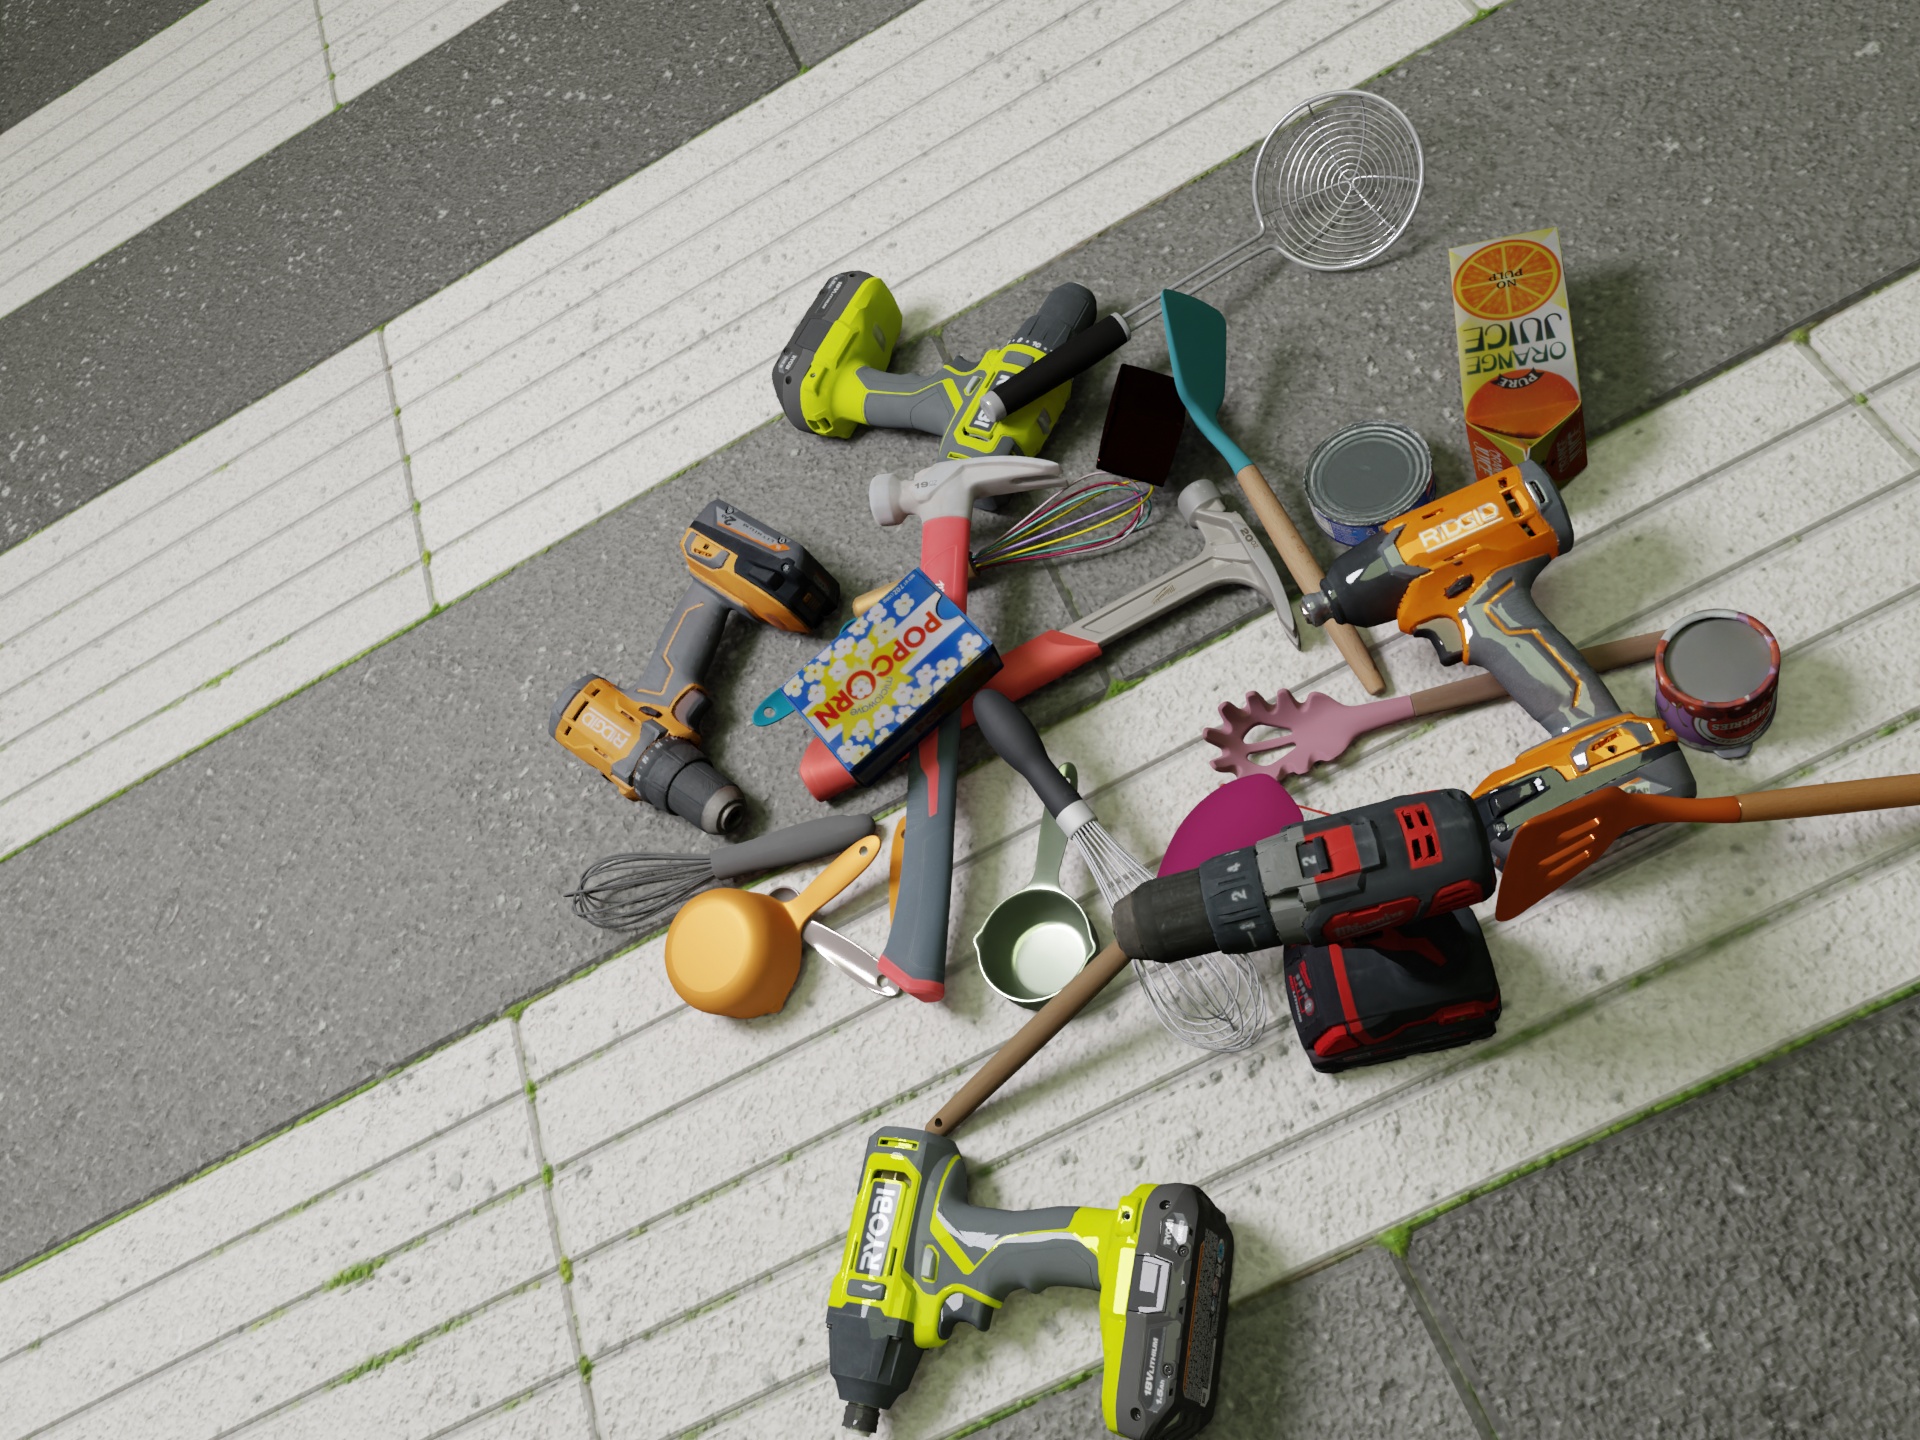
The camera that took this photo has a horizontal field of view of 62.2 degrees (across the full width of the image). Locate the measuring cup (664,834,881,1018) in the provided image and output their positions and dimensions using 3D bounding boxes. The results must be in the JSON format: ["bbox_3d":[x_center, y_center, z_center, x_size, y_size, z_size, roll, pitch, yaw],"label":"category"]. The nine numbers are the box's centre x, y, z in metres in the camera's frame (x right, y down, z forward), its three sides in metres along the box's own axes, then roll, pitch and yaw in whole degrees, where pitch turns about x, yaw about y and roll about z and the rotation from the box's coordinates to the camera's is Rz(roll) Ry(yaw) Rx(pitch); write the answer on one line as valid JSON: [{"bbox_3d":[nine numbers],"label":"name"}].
[{"bbox_3d":[-0.128,0.131,1.074,0.173,0.052,0.095,-41,63,13],"label":"measuring cup"}]

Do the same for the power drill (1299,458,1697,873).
[{"bbox_3d":[0.313,-0.026,0.944,0.164,0.084,0.227,-23,70,9],"label":"power drill"}]

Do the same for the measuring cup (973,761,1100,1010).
[{"bbox_3d":[0.061,0.109,1.036,0.083,0.038,0.168,0,62,24],"label":"measuring cup"}]

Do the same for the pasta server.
[{"bbox_3d":[0.310,-0.017,0.994,0.316,0.040,0.060,-15,76,14],"label":"pasta server"}]

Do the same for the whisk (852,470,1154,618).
[{"bbox_3d":[0.031,-0.125,1.174,0.245,0.051,0.047,-21,59,18],"label":"whisk"}]

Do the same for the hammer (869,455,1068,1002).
[{"bbox_3d":[-0.002,-0.003,1.079,0.143,0.038,0.387,-5,67,17],"label":"hammer"}]

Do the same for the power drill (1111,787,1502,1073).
[{"bbox_3d":[0.195,0.119,0.855,0.188,0.226,0.080,-16,58,14],"label":"power drill"}]

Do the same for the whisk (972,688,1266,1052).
[{"bbox_3d":[0.092,0.086,0.991,0.070,0.070,0.285,-37,67,1],"label":"whisk"}]

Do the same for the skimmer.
[{"bbox_3d":[0.172,-0.329,1.161,0.363,0.090,0.127,-33,87,-9],"label":"skimmer"}]

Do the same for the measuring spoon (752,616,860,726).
[{"bbox_3d":[-0.103,-0.031,1.169,0.128,0.021,0.042,-37,79,-24],"label":"measuring spoon"}]

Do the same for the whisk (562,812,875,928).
[{"bbox_3d":[-0.173,0.102,1.136,0.239,0.055,0.055,-15,58,11],"label":"whisk"}]

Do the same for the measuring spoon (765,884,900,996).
[{"bbox_3d":[-0.087,0.154,1.091,0.124,0.018,0.034,31,92,26],"label":"measuring spoon"}]

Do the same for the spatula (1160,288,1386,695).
[{"bbox_3d":[0.214,-0.156,1.081,0.044,0.082,0.318,-40,64,32],"label":"spatula"}]

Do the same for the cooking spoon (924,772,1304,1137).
[{"bbox_3d":[0.082,0.151,0.946,0.319,0.017,0.069,-48,60,20],"label":"cooking spoon"}]

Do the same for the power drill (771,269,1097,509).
[{"bbox_3d":[-0.016,-0.280,1.256,0.229,0.080,0.190,21,75,28],"label":"power drill"}]

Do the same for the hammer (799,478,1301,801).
[{"bbox_3d":[0.052,-0.031,1.115,0.359,0.036,0.149,-28,56,7],"label":"hammer"}]

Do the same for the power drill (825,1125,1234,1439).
[{"bbox_3d":[0.032,0.331,0.906,0.223,0.080,0.171,-1,63,27],"label":"power drill"}]

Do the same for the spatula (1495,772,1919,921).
[{"bbox_3d":[0.441,0.052,0.849,0.322,0.081,0.041,-6,44,-1],"label":"spatula"}]

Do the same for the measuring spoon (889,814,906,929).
[{"bbox_3d":[-0.038,0.118,1.091,0.021,0.011,0.117,-9,57,18],"label":"measuring spoon"}]

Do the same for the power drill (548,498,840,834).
[{"bbox_3d":[-0.185,-0.035,1.197,0.185,0.084,0.226,31,83,31],"label":"power drill"}]
